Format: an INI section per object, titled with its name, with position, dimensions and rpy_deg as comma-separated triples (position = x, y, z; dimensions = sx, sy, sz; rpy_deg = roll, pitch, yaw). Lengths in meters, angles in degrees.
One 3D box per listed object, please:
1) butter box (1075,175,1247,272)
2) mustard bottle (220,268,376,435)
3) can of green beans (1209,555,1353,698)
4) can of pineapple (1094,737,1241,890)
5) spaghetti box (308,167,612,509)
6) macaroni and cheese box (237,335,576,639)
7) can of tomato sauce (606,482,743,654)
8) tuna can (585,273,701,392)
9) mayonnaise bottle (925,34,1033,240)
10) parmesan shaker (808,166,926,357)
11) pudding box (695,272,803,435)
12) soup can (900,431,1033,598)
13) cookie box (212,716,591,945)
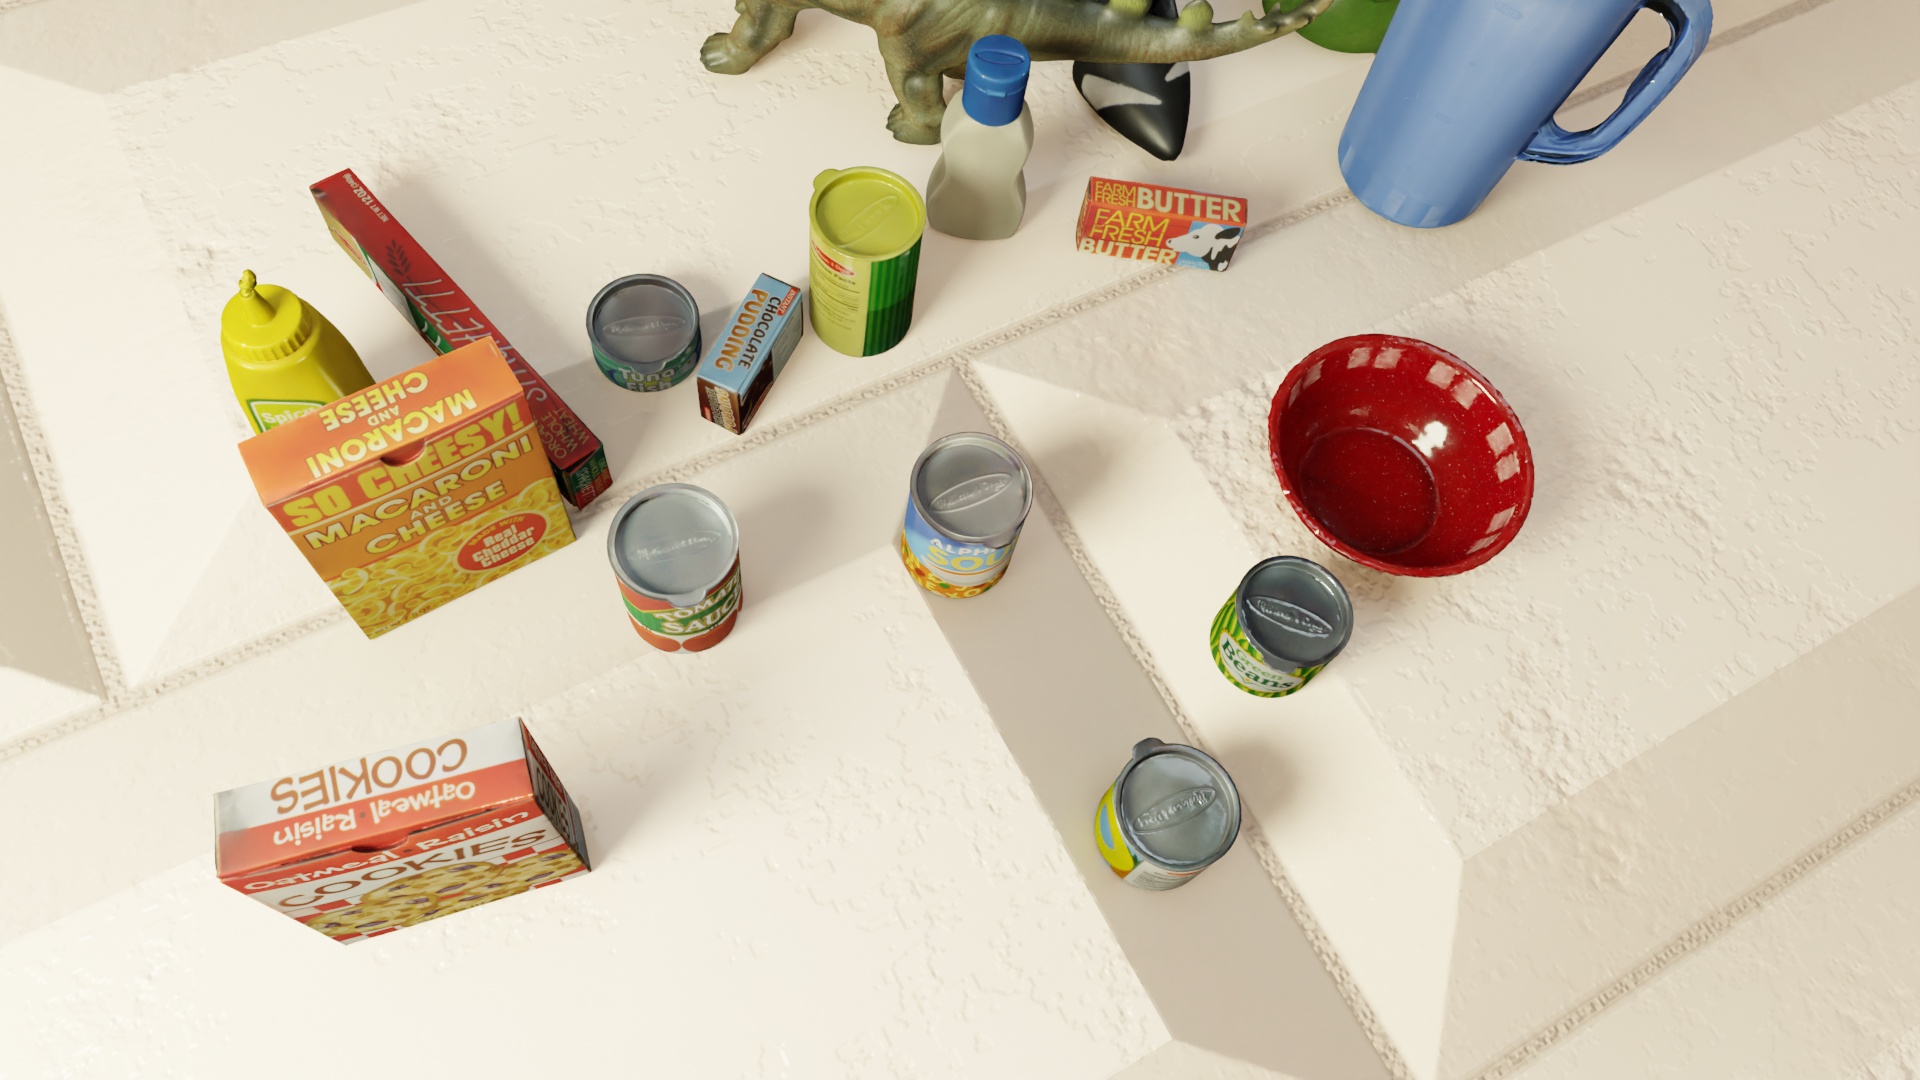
[butter box]
position = 0.129, -0.204, 0.897
dimensions = 0.103, 0.053, 0.024
rpy_deg = 8, 65, -3
[mustard bottle]
position = -0.352, -0.091, 0.729
dimensions = 0.065, 0.159, 0.049
rpy_deg = 0, 66, -7
[can of green beans]
position = 0.179, 0.050, 0.783
dimensions = 0.071, 0.057, 0.071
rpy_deg = 3, 65, -5
[can of pineapple]
position = 0.107, 0.144, 0.730
dimensions = 0.071, 0.057, 0.071
rpy_deg = 3, 65, -5
[spaghetti box]
position = -0.291, -0.119, 0.810
dimensions = 0.029, 0.050, 0.250
rpy_deg = -39, 75, -21
[macaroni and cheese box]
position = -0.269, -0.021, 0.703
dimensions = 0.124, 0.165, 0.040
rpy_deg = -28, 72, -18
[can of tomato sauce]
position = -0.150, 0.018, 0.744
dimensions = 0.071, 0.082, 0.071
rpy_deg = 3, 65, -5
[tuna can]
position = -0.189, -0.122, 0.833
dimensions = 0.071, 0.032, 0.071
rpy_deg = 3, 65, -5
[mayonnaise bottle]
position = 0.015, -0.243, 0.850
dimensions = 0.065, 0.147, 0.041
rpy_deg = 6, 65, -4
[parmesan shaker]
position = -0.059, -0.166, 0.830
dimensions = 0.071, 0.102, 0.071
rpy_deg = 3, 65, -5
[pudding box]
position = -0.124, -0.111, 0.826
dimensions = 0.030, 0.049, 0.084
rpy_deg = 24, 65, 5
[soup can]
position = 0.003, -0.010, 0.775
dimensions = 0.071, 0.083, 0.071
rpy_deg = 3, 65, -5
[cookie box]
position = -0.243, 0.137, 0.632
dimensions = 0.123, 0.166, 0.040
rpy_deg = -14, 68, -13
